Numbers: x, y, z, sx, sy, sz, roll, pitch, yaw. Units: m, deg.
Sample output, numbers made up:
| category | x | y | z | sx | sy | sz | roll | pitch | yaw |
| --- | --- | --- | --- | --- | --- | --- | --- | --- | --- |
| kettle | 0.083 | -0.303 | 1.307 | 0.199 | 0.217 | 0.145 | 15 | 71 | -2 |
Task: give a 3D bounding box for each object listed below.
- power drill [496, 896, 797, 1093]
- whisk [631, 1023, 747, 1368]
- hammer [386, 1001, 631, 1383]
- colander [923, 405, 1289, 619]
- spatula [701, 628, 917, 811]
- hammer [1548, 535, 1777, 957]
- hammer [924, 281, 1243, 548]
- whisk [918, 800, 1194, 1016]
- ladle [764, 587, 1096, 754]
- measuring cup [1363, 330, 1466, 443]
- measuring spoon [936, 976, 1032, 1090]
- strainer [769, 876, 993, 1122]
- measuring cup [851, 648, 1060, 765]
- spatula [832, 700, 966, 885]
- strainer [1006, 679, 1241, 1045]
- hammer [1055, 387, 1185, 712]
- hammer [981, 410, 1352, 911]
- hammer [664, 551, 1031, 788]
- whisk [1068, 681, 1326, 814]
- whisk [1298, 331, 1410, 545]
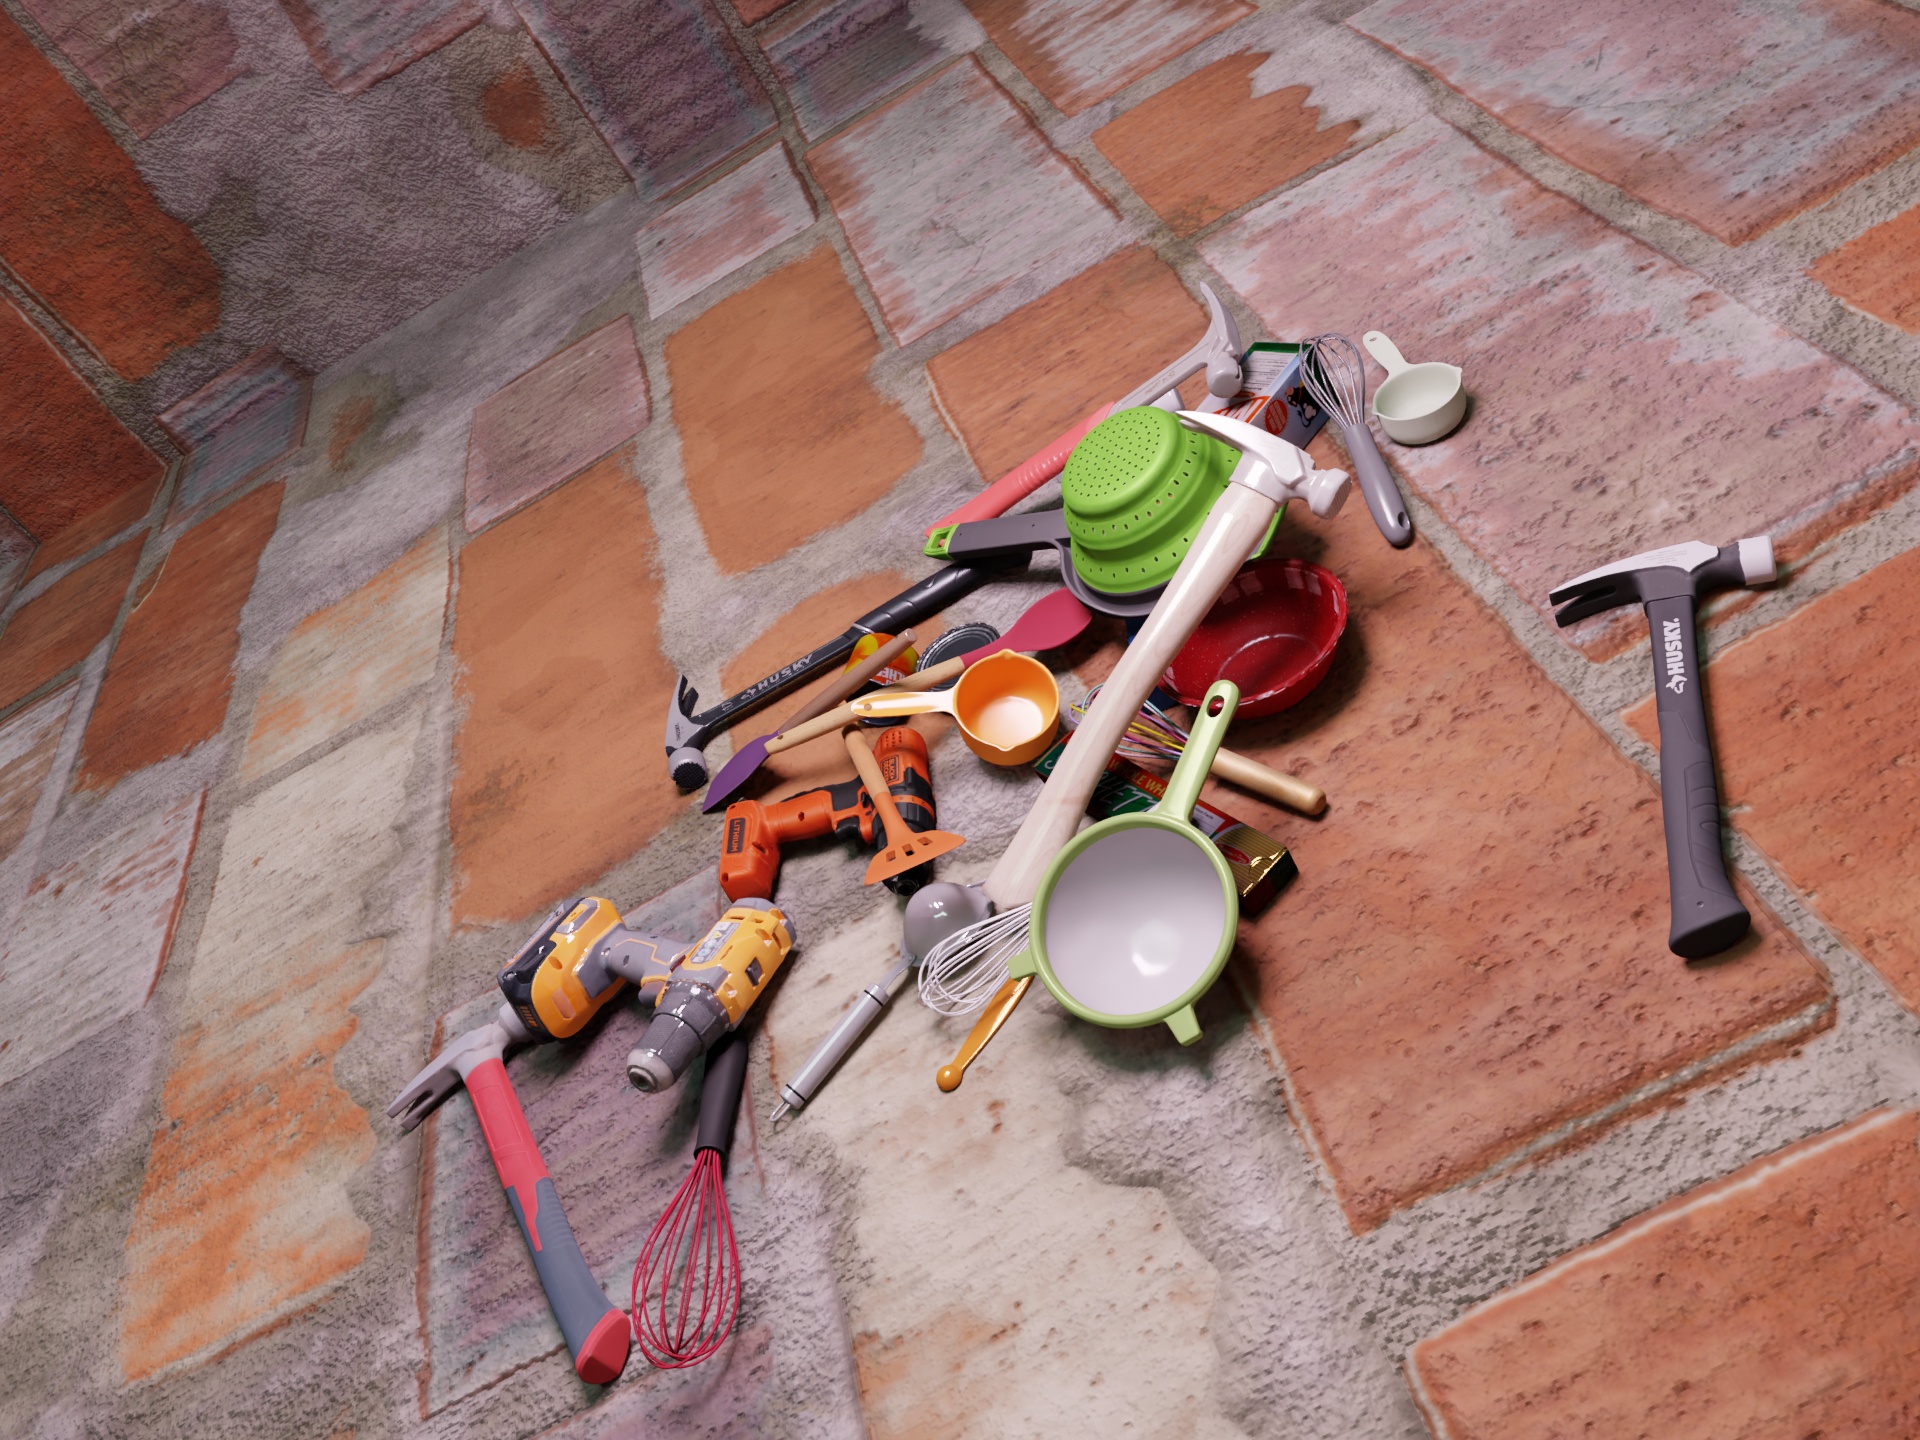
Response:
| category | x | y | z | sx | sy | sz | roll | pitch | yaw |
| --- | --- | --- | --- | --- | --- | --- | --- | --- | --- |
| power drill | -0.264 | 0.218 | 1.276 | 0.226 | 0.084 | 0.185 | -3 | 33 | 31 |
| whisk | -0.184 | 0.328 | 1.142 | 0.073 | 0.073 | 0.296 | -21 | 33 | 16 |
| hammer | -0.345 | 0.370 | 1.226 | 0.143 | 0.038 | 0.387 | -40 | 38 | -6 |
| colander | 0.093 | -0.191 | 1.378 | 0.397 | 0.094 | 0.205 | -1 | 57 | 44 |
| spatula | -0.140 | -0.001 | 1.407 | 0.316 | 0.018 | 0.060 | -35 | 30 | 39 |
| hammer | 0.463 | 0.009 | 1.032 | 0.146 | 0.035 | 0.335 | -9 | 44 | 28 |
| hammer | 0.110 | -0.269 | 1.513 | 0.359 | 0.036 | 0.149 | -32 | 38 | 28 |
| whisk | 0.069 | 0.133 | 1.154 | 0.246 | 0.059 | 0.058 | -37 | 56 | 3 |
| ladle | -0.022 | -0.038 | 1.363 | 0.315 | 0.031 | 0.069 | -24 | 37 | -11 |
| measuring cup | 0.395 | -0.299 | 1.417 | 0.083 | 0.038 | 0.168 | -26 | 36 | 11 |
| measuring spoon | 0.018 | 0.217 | 1.148 | 0.021 | 0.011 | 0.117 | 15 | 59 | 45 |
| strainer | -0.059 | 0.200 | 1.203 | 0.258 | 0.050 | 0.087 | -50 | 25 | -15 |
| measuring cup | -0.002 | -0.004 | 1.329 | 0.173 | 0.052 | 0.095 | -3 | 62 | 6 |
| spatula | -0.071 | 0.044 | 1.289 | 0.081 | 0.041 | 0.323 | -23 | 33 | -5 |
| strainer | 0.148 | 0.097 | 1.106 | 0.151 | 0.069 | 0.256 | 15 | 73 | 34 |
| hammer | 0.152 | -0.157 | 1.433 | 0.144 | 0.035 | 0.406 | -24 | 39 | 21 |
| hammer | 0.128 | -0.041 | 1.207 | 0.146 | 0.038 | 0.410 | 31 | 88 | 23 |
| hammer | -0.112 | -0.079 | 1.548 | 0.409 | 0.036 | 0.149 | -29 | 37 | 5 |
| whisk | 0.179 | 0.022 | 1.223 | 0.245 | 0.047 | 0.051 | 24 | 72 | 43 |
| whisk | 0.339 | -0.243 | 1.355 | 0.055 | 0.055 | 0.239 | -21 | 57 | 16 |
